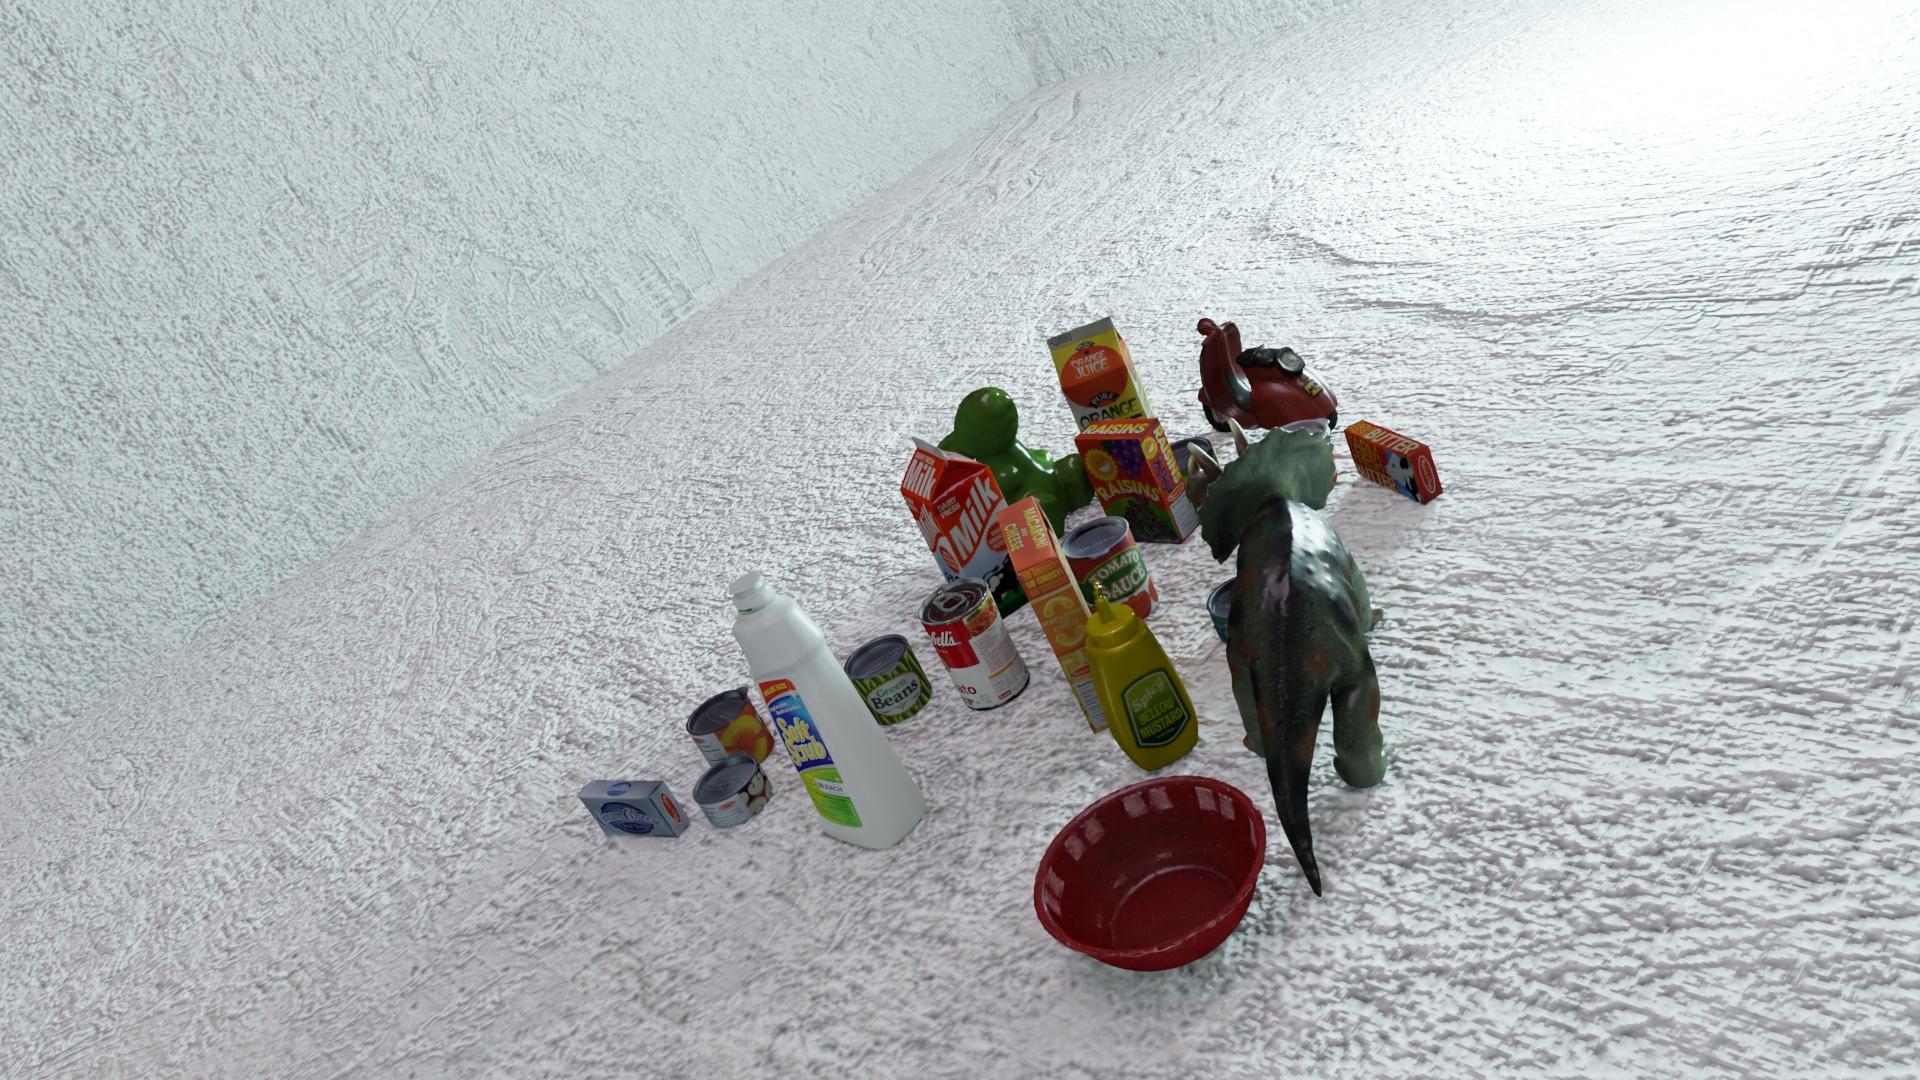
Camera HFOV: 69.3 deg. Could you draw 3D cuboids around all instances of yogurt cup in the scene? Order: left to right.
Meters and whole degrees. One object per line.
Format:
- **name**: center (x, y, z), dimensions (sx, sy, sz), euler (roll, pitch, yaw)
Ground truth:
- **yogurt cup**: center (0.327, -0.076, 1.329), dimensions (0.072, 0.053, 0.073), euler (-21, 25, 11)

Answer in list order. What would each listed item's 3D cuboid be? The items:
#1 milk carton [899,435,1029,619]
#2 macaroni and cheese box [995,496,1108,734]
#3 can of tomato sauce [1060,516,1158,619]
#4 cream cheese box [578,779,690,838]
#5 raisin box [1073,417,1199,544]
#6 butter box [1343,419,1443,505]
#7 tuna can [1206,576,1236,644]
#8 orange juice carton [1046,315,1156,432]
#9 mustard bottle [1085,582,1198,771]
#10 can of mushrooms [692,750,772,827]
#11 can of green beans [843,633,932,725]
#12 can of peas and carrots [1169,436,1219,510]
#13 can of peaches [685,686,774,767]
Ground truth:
- **milk carton**: center (0.005, -0.017, 1.358), dimensions (0.073, 0.190, 0.072), euler (-34, 26, -15)
- **macaroni and cheese box**: center (0.087, 0.060, 1.161), dimensions (0.040, 0.166, 0.124), euler (-24, 25, 4)
- **can of tomato sauce**: center (0.137, 0.031, 1.267), dimensions (0.071, 0.082, 0.071), euler (-21, 25, 11)
- **cream cheese box**: center (-0.305, 0.250, 1.297), dimensions (0.103, 0.053, 0.024), euler (-7, 31, 36)
- **raisin box**: center (0.173, -0.058, 1.358), dimensions (0.086, 0.123, 0.040), euler (4, 38, 47)
- **butter box**: center (0.392, -0.073, 1.262), dimensions (0.024, 0.053, 0.104), euler (-30, 25, -8)
- **tuna can**: center (0.244, 0.060, 1.170), dimensions (0.071, 0.032, 0.071), euler (-21, 25, 11)
- **orange juice carton**: center (0.157, -0.138, 1.446), dimensions (0.072, 0.192, 0.073), euler (-20, 25, 14)
- **mustard bottle**: center (0.129, 0.099, 1.052), dimensions (0.065, 0.159, 0.049), euler (-30, 25, -9)
- **can of mushrooms**: center (-0.207, 0.228, 1.272), dimensions (0.071, 0.033, 0.071), euler (-21, 25, 11)
- **can of green beans**: center (-0.067, 0.130, 1.298), dimensions (0.071, 0.057, 0.071), euler (-21, 25, 11)
- **can of peas and carrots**: center (0.230, -0.062, 1.387), dimensions (0.071, 0.058, 0.071), euler (-21, 25, 11)
- **can of peaches**: center (-0.219, 0.185, 1.337), dimensions (0.071, 0.058, 0.071), euler (-21, 25, 11)
